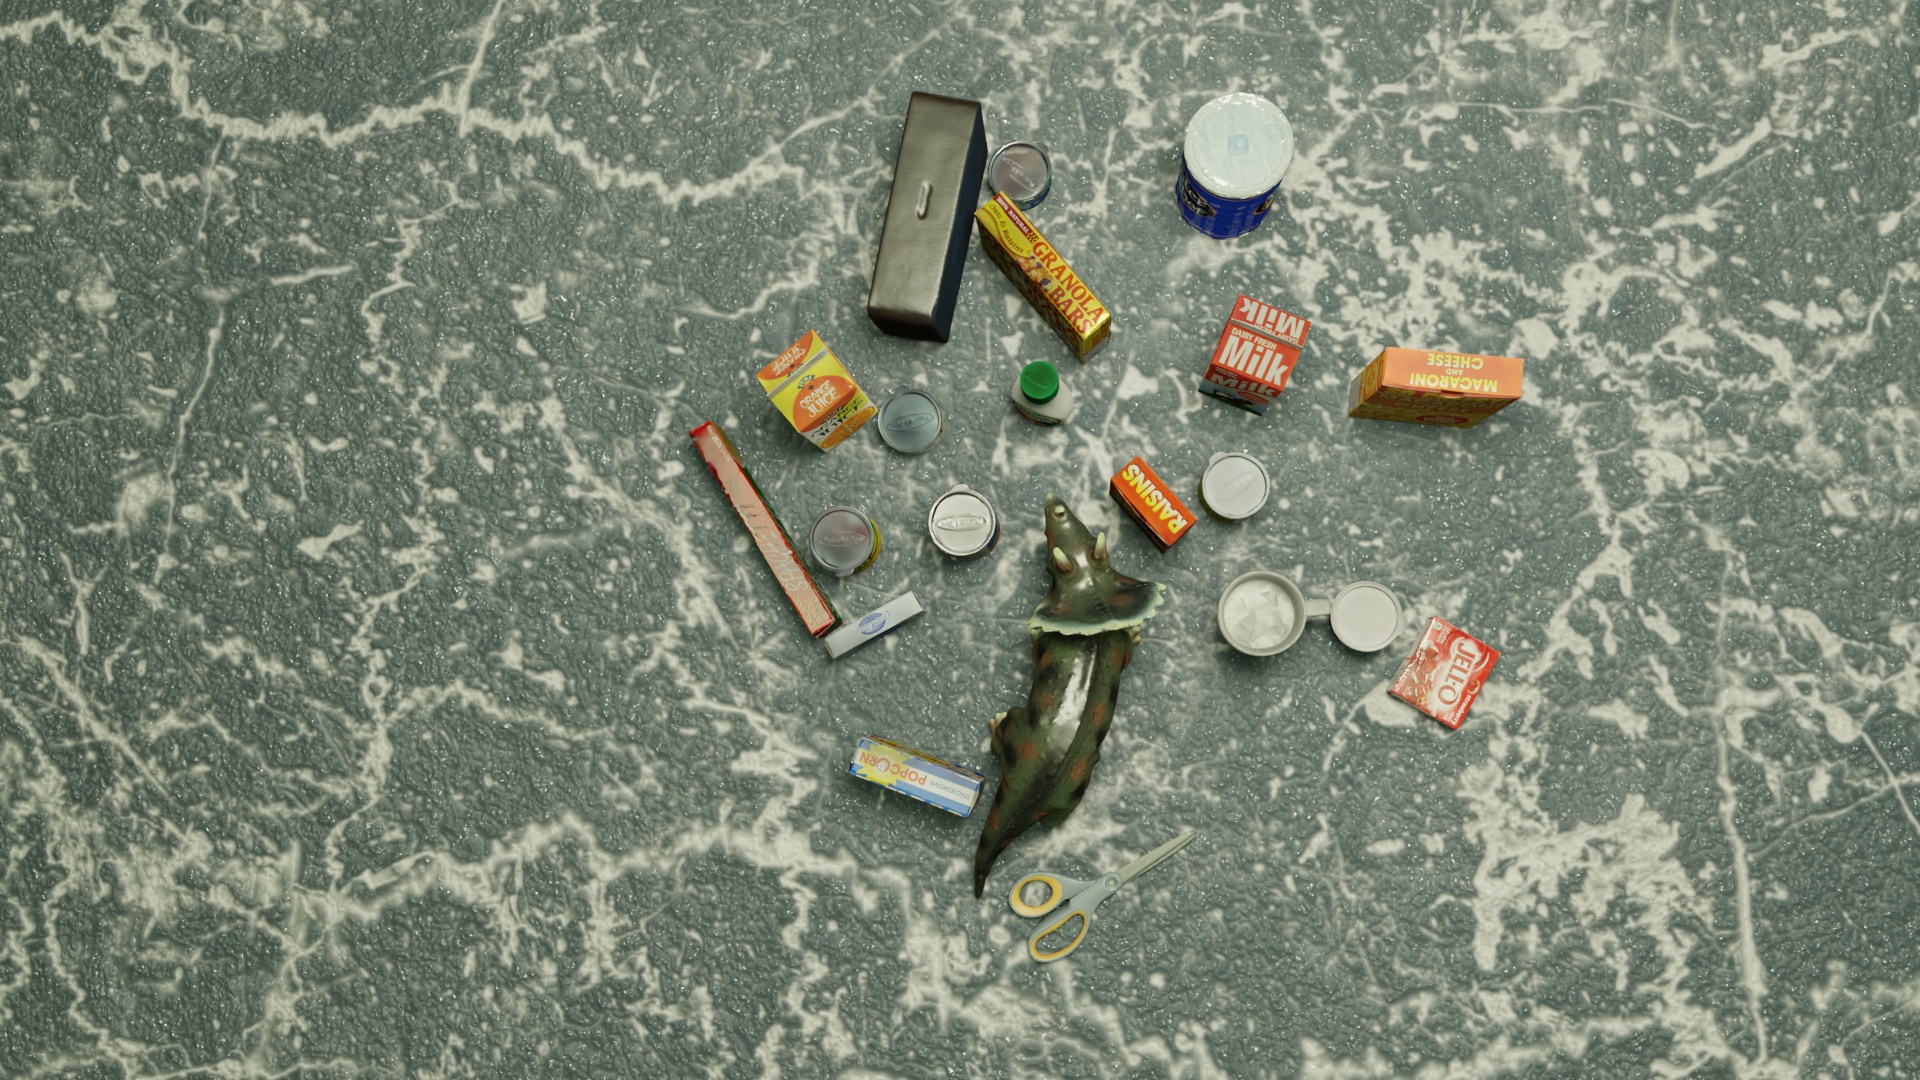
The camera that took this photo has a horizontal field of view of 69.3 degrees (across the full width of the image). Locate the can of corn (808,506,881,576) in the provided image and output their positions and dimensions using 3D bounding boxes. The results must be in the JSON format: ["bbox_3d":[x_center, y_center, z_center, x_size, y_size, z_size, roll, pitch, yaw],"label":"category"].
[{"bbox_3d":[-0.116,0.003,1.414,0.071,0.058,0.071,0,85,5],"label":"can of corn"}]

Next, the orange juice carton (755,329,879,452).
[{"bbox_3d":[-0.142,-0.147,1.362,0.072,0.192,0.073,-38,83,1],"label":"orange juice carton"}]

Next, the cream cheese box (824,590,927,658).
[{"bbox_3d":[-0.084,0.086,1.406,0.104,0.053,0.024,-29,84,2],"label":"cream cheese box"}]

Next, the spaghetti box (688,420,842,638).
[{"bbox_3d":[-0.199,-0.011,1.426,0.028,0.050,0.250,-33,83,2],"label":"spaghetti box"}]

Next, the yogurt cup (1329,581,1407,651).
[{"bbox_3d":[0.395,0.075,1.366,0.072,0.054,0.072,0,85,5],"label":"yogurt cup"}]

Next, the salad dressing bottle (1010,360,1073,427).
[{"bbox_3d":[0.079,-0.145,1.365,0.064,0.147,0.044,25,88,7],"label":"salad dressing bottle"}]

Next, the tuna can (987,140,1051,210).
[{"bbox_3d":[0.064,-0.381,1.445,0.071,0.033,0.071,0,85,5],"label":"tuna can"}]

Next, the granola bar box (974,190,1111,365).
[{"bbox_3d":[0.084,-0.260,1.387,0.039,0.124,0.165,-40,83,1],"label":"granola bar box"}]

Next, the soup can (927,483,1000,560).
[{"bbox_3d":[0.005,-0.017,1.392,0.071,0.083,0.071,0,85,5],"label":"soup can"}]

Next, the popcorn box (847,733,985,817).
[{"bbox_3d":[-0.041,0.231,1.374,0.127,0.085,0.038,20,88,6],"label":"popcorn box"}]

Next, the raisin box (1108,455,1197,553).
[{"bbox_3d":[0.186,-0.033,1.358,0.040,0.123,0.086,-41,83,1],"label":"raisin box"}]

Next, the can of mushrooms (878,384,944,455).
[{"bbox_3d":[-0.050,-0.124,1.432,0.071,0.033,0.071,0,85,5],"label":"can of mushrooms"}]

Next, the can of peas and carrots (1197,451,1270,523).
[{"bbox_3d":[0.270,-0.054,1.385,0.071,0.058,0.071,0,85,5],"label":"can of peas and carrots"}]

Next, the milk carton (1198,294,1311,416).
[{"bbox_3d":[0.281,-0.178,1.329,0.072,0.190,0.073,23,88,6],"label":"milk carton"}]

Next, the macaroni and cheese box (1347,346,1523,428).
[{"bbox_3d":[0.448,-0.143,1.324,0.124,0.166,0.040,6,86,6],"label":"macaroni and cheese box"}]
